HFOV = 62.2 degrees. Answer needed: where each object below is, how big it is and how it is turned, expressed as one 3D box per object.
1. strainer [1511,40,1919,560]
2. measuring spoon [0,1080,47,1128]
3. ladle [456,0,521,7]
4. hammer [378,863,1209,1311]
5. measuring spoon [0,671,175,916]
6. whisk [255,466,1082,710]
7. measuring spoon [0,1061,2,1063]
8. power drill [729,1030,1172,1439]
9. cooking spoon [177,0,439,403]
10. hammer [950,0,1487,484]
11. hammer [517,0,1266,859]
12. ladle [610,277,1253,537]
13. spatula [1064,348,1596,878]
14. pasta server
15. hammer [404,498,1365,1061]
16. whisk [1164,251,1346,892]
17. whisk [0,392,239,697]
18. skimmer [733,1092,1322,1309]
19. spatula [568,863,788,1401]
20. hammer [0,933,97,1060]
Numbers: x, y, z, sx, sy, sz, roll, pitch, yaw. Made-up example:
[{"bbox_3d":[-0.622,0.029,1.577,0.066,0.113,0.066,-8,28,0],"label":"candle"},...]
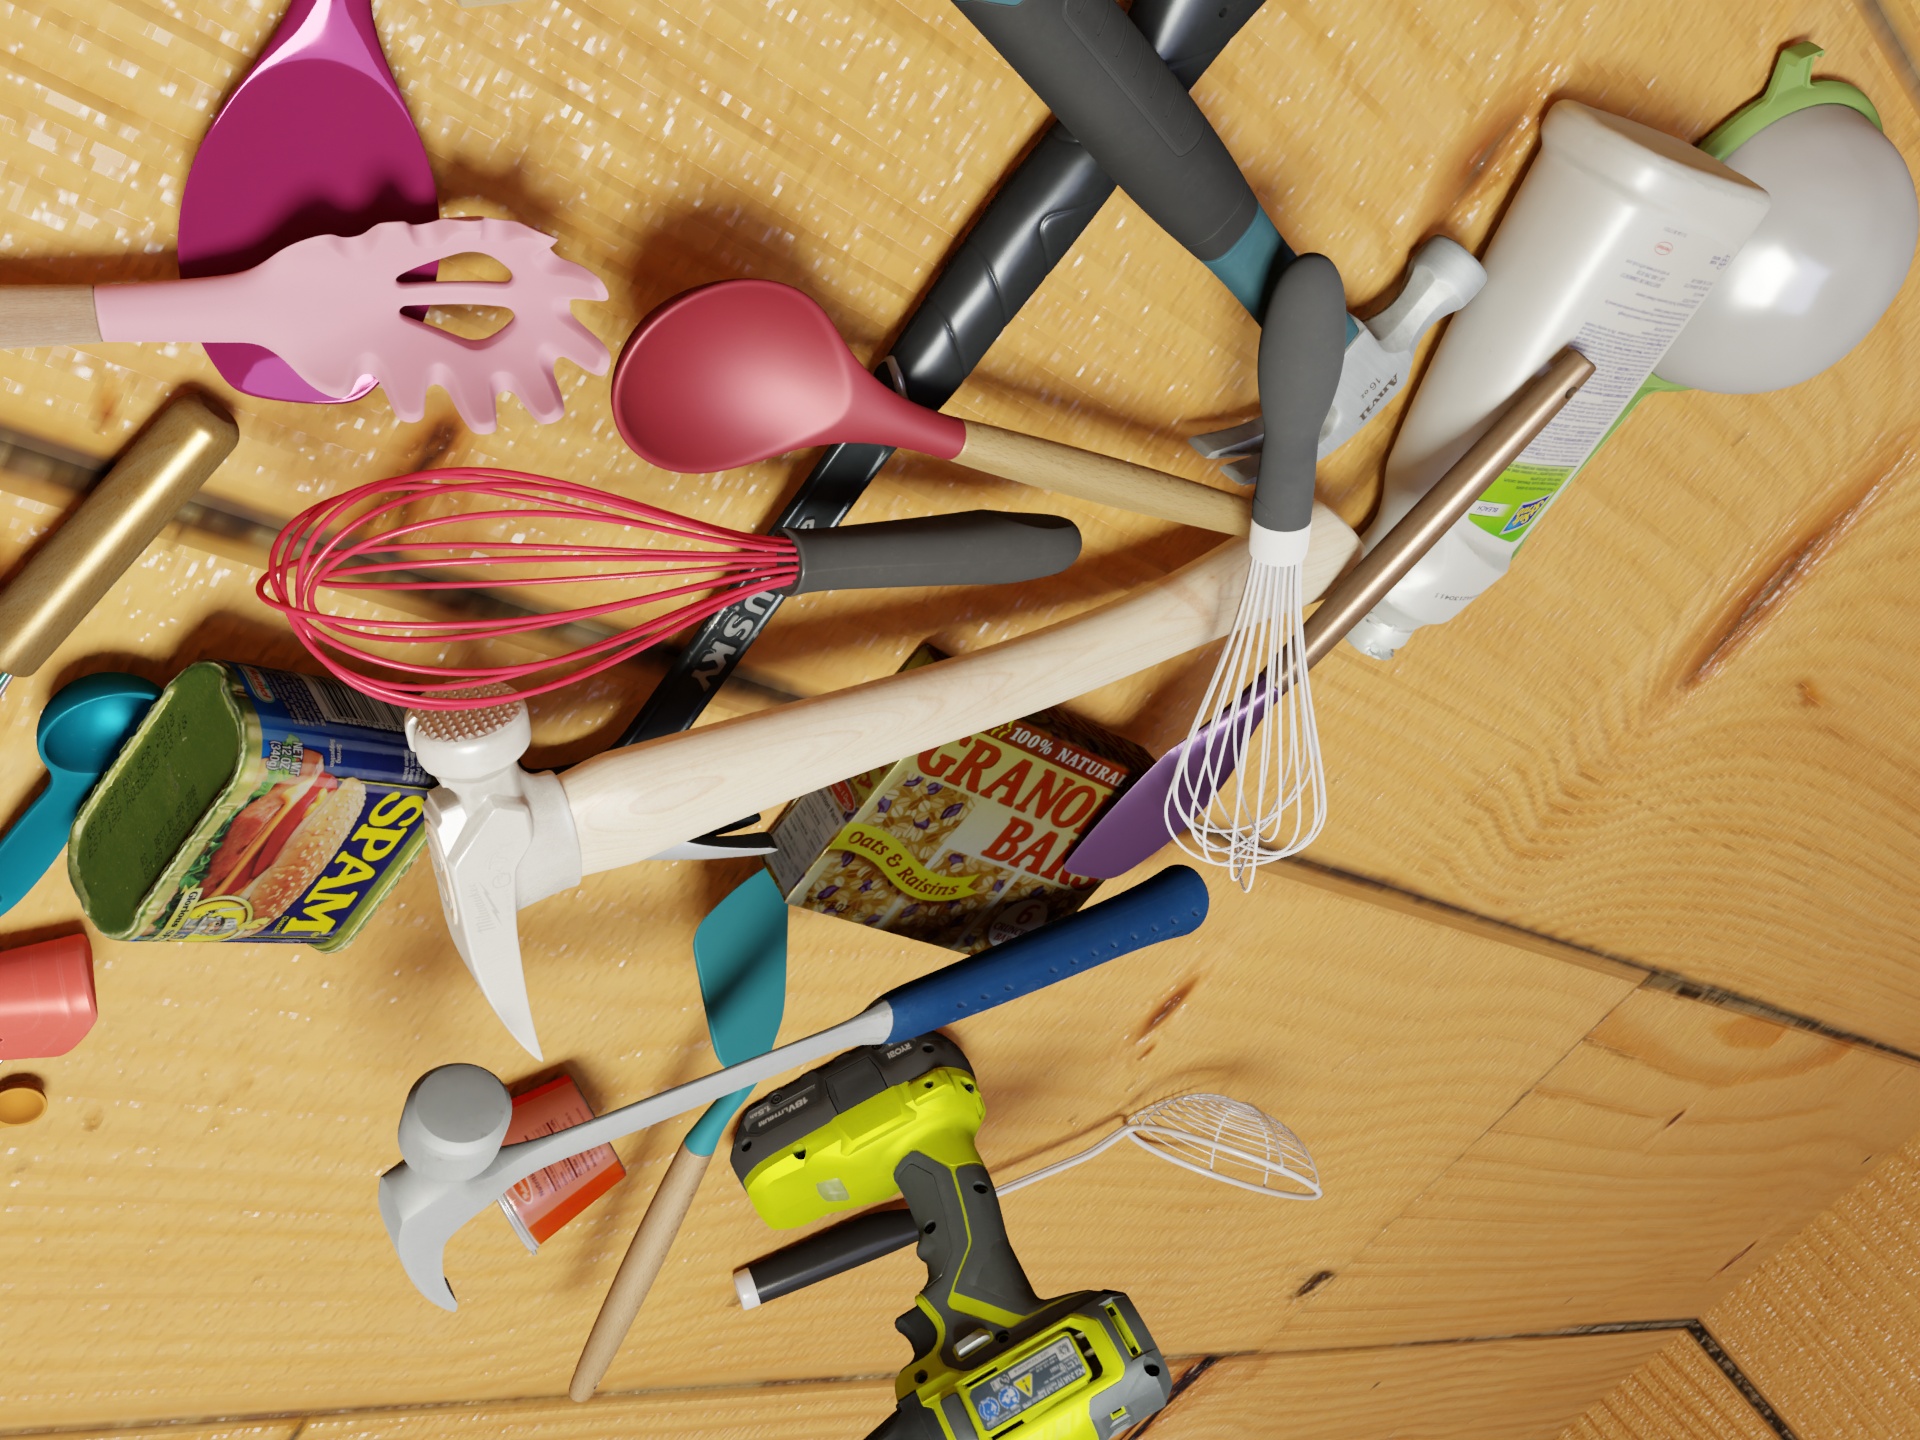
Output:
[{"bbox_3d":[0.344,-0.162,0.732,0.151,0.069,0.256,19,115,-43],"label":"strainer"},{"bbox_3d":[-0.403,0.163,0.599,0.117,0.011,0.021,-23,129,-8],"label":"measuring spoon"},{"bbox_3d":[0.016,-0.241,0.453,0.320,0.062,0.078,-18,109,-14],"label":"ladle"},{"bbox_3d":[-0.046,0.133,0.675,0.405,0.035,0.144,-14,147,-38],"label":"hammer"},{"bbox_3d":[-0.305,0.025,0.529,0.128,0.021,0.042,-43,154,23],"label":"measuring spoon"},{"bbox_3d":[-0.074,-0.050,0.520,0.295,0.073,0.073,-9,134,-37],"label":"whisk"},{"bbox_3d":[-0.400,0.147,0.580,0.124,0.018,0.034,-34,101,-9],"label":"measuring spoon"},{"bbox_3d":[-0.023,0.278,0.793,0.171,0.223,0.080,-26,138,-10],"label":"power drill"},{"bbox_3d":[-0.150,-0.220,0.391,0.068,0.017,0.318,0,129,-30],"label":"cooking spoon"},{"bbox_3d":[0.084,-0.174,0.534,0.128,0.033,0.330,-50,147,12],"label":"hammer"},{"bbox_3d":[-0.029,-0.099,0.574,0.149,0.036,0.409,21,115,-45],"label":"hammer"},{"bbox_3d":[0.019,-0.094,0.561,0.315,0.031,0.069,8,127,-38],"label":"ladle"},{"bbox_3d":[0.157,-0.035,0.699,0.059,0.018,0.316,14,125,-44],"label":"spatula"},{"bbox_3d":[-0.252,-0.101,0.408,0.316,0.040,0.060,-8,124,-21],"label":"pasta server"},{"bbox_3d":[-0.001,-0.002,0.625,0.410,0.038,0.146,-20,130,-27],"label":"hammer"},{"bbox_3d":[0.122,-0.044,0.624,0.070,0.070,0.284,-17,131,-19],"label":"whisk"},{"bbox_3d":[-0.304,-0.006,0.483,0.245,0.051,0.047,-45,159,6],"label":"whisk"},{"bbox_3d":[0.046,0.313,0.977,0.363,0.090,0.127,-16,168,-17],"label":"skimmer"},{"bbox_3d":[-0.139,0.210,0.747,0.317,0.044,0.082,-64,169,25],"label":"spatula"},{"bbox_3d":[-0.469,0.118,0.490,0.359,0.037,0.149,-12,134,-24],"label":"hammer"}]
